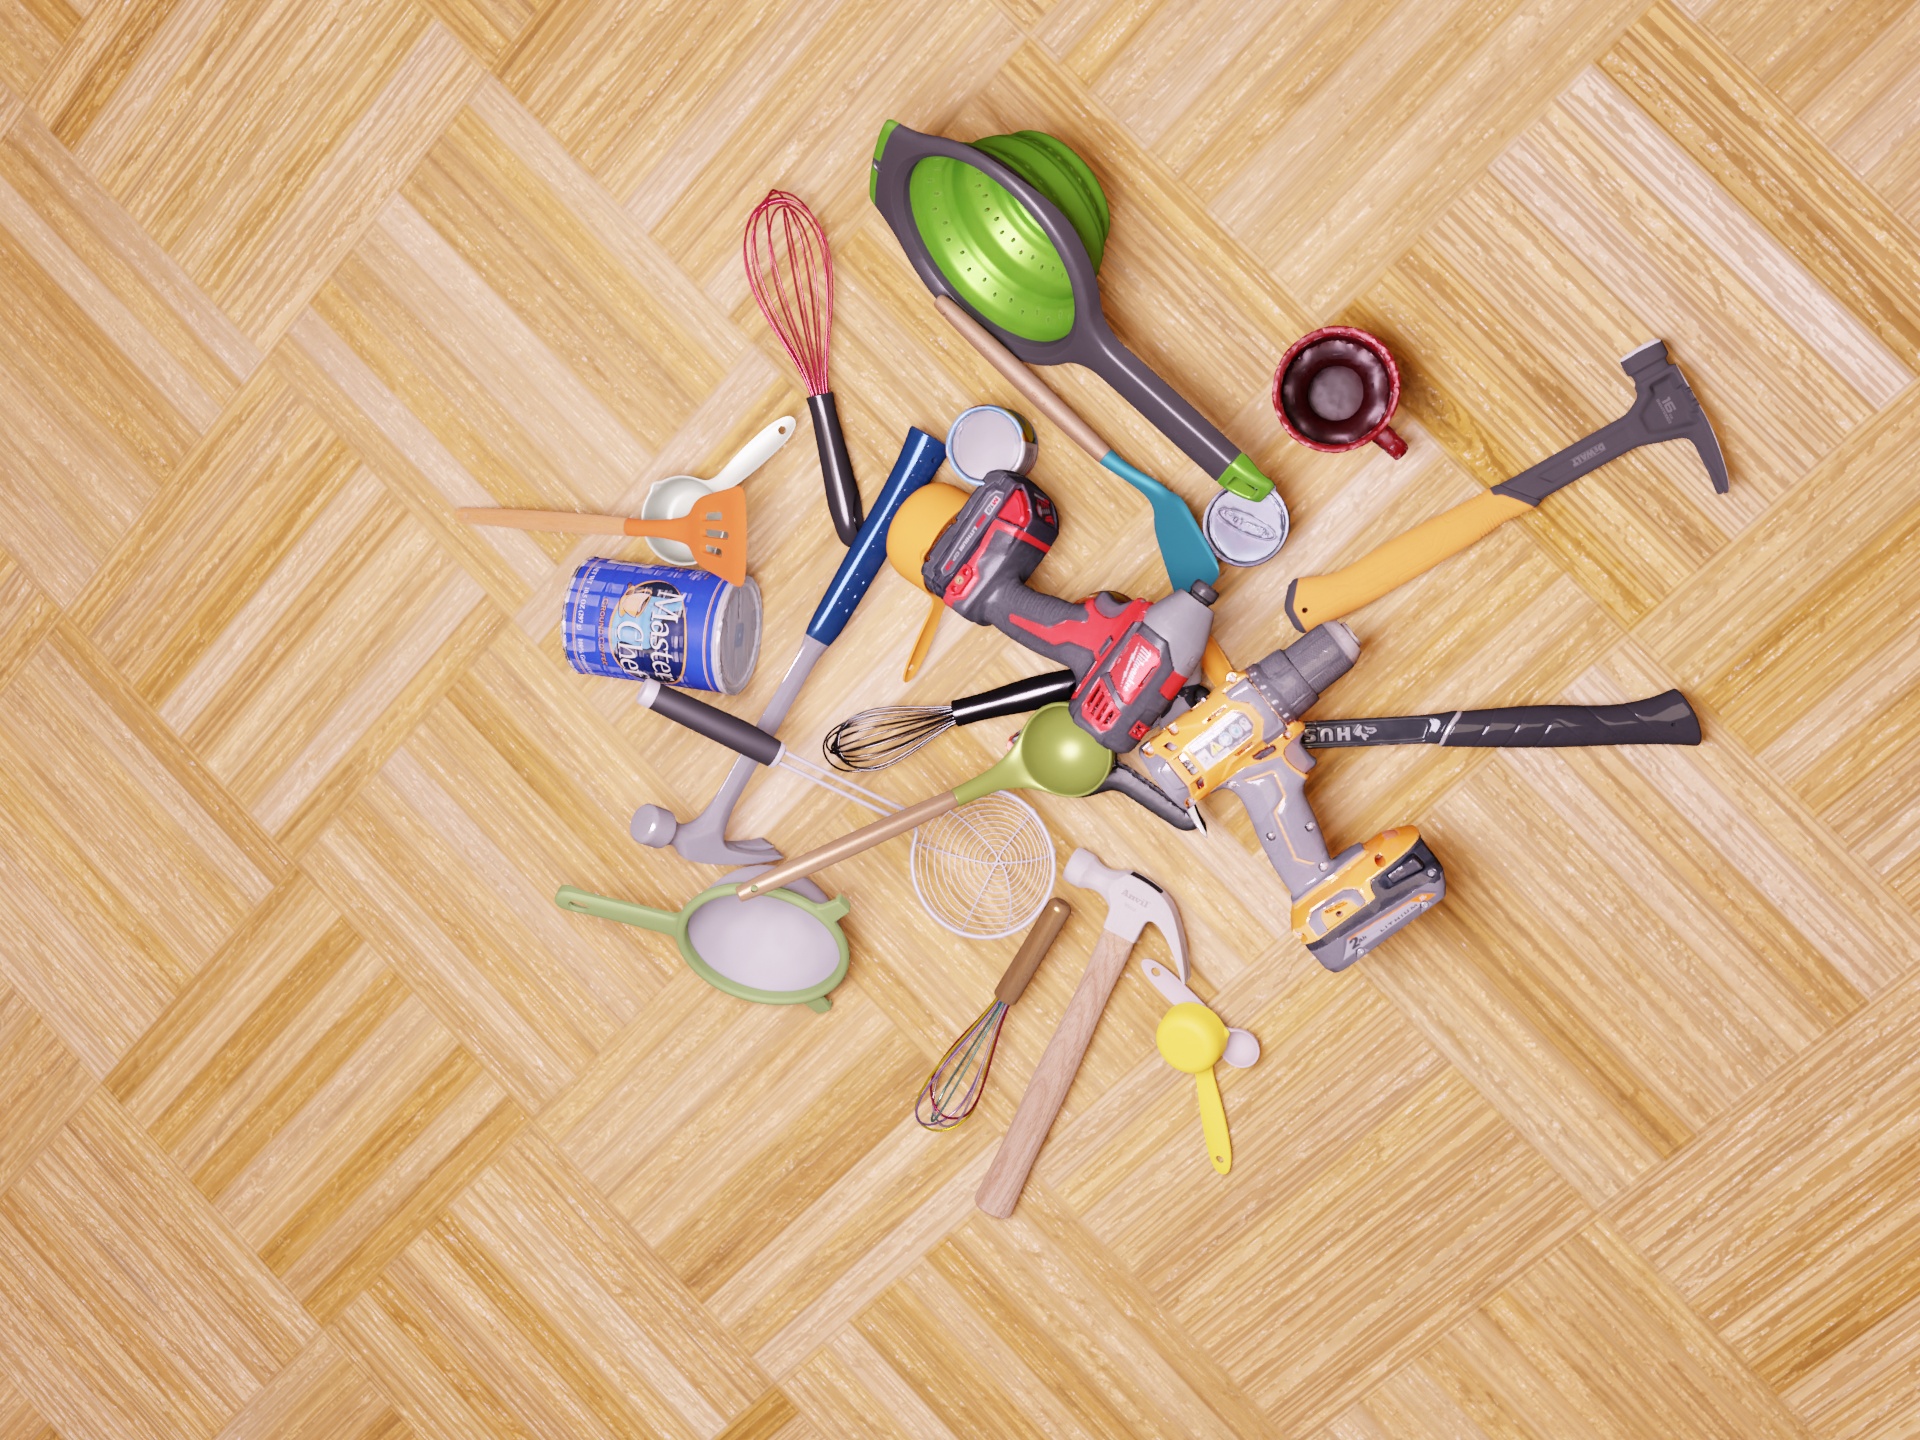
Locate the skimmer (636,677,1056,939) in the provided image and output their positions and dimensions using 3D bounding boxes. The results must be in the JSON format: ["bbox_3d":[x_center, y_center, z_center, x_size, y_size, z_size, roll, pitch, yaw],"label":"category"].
[{"bbox_3d":[-0.090,0.062,1.278,0.363,0.090,0.127,27,100,-21],"label":"skimmer"}]

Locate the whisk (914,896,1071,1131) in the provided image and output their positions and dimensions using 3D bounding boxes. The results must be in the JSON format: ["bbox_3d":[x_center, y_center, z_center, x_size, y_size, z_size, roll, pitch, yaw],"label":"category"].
[{"bbox_3d":[0.031,0.252,1.345,0.047,0.051,0.245,32,107,10],"label":"whisk"}]

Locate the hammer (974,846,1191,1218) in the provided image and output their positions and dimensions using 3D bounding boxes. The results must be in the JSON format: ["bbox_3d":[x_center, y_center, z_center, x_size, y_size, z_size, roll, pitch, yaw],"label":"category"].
[{"bbox_3d":[0.092,0.280,1.350,0.130,0.031,0.331,26,104,15],"label":"hammer"}]

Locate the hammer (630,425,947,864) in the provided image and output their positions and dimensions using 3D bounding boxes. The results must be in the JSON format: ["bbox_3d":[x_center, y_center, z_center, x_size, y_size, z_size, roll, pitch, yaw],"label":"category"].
[{"bbox_3d":[-0.121,-0.056,1.328,0.035,0.144,0.405,35,97,43],"label":"hammer"}]

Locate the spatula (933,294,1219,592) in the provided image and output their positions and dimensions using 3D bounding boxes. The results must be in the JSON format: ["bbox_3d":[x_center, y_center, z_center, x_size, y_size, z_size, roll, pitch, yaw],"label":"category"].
[{"bbox_3d":[0.090,-0.222,1.266,0.317,0.082,0.044,43,70,1],"label":"spatula"}]

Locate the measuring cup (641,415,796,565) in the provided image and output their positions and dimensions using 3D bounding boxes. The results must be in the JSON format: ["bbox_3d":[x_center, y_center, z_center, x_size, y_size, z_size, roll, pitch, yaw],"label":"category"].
[{"bbox_3d":[-0.198,-0.200,1.353,0.167,0.038,0.083,-40,88,13],"label":"measuring cup"}]

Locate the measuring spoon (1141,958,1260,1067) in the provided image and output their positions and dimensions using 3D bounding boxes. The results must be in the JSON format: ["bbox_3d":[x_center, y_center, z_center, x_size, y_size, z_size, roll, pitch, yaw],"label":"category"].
[{"bbox_3d":[0.202,0.242,1.336,0.124,0.018,0.034,42,118,11],"label":"measuring spoon"}]

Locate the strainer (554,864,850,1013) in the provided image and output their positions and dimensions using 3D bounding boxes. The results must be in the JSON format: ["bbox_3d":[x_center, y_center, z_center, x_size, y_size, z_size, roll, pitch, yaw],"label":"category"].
[{"bbox_3d":[-0.216,0.162,1.372,0.256,0.069,0.151,13,132,0],"label":"strainer"}]

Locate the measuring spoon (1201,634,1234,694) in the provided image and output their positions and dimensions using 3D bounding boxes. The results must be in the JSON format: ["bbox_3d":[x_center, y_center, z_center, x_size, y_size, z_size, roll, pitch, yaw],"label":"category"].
[{"bbox_3d":[0.217,-0.032,1.297,0.021,0.011,0.117,-32,86,16],"label":"measuring spoon"}]

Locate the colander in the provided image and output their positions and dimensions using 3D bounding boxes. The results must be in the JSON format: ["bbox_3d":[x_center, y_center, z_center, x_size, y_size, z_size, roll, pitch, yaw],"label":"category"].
[{"bbox_3d":[0.107,-0.326,1.218,0.397,0.204,0.094,43,72,3],"label":"colander"}]

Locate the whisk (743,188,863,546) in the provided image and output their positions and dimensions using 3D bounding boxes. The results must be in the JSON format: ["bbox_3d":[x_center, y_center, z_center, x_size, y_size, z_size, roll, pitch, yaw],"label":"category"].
[{"bbox_3d":[-0.121,-0.288,1.314,0.073,0.073,0.295,-10,100,14],"label":"whisk"}]

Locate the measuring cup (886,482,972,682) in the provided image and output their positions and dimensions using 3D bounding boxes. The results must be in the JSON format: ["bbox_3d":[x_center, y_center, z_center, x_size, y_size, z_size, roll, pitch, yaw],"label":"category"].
[{"bbox_3d":[-0.033,-0.115,1.312,0.052,0.095,0.173,37,121,26],"label":"measuring cup"}]

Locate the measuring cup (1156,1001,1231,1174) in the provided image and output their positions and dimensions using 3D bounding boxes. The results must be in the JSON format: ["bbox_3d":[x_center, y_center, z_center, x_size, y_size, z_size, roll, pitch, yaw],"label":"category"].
[{"bbox_3d":[0.201,0.313,1.329,0.062,0.029,0.156,-7,101,32],"label":"measuring cup"}]

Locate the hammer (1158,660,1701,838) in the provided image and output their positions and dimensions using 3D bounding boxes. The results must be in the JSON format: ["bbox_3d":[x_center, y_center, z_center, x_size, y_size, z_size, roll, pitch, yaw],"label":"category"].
[{"bbox_3d":[0.361,0.012,1.242,0.409,0.036,0.149,-2,100,8],"label":"hammer"}]

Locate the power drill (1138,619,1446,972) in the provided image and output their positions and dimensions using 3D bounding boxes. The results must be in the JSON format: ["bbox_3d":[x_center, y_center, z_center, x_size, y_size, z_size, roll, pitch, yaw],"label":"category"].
[{"bbox_3d":[0.273,0.052,1.207,0.185,0.084,0.226,-39,90,11],"label":"power drill"}]

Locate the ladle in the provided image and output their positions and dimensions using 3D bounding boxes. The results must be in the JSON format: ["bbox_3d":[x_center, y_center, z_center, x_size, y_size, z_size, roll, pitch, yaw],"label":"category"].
[{"bbox_3d":[-0.027,0.072,1.249,0.320,0.062,0.078,-24,91,-7],"label":"ladle"}]

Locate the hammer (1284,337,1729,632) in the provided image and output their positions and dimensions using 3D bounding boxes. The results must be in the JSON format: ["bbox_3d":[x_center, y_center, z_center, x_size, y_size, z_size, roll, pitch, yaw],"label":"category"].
[{"bbox_3d":[0.408,-0.153,1.224,0.337,0.034,0.127,-29,89,15],"label":"hammer"}]

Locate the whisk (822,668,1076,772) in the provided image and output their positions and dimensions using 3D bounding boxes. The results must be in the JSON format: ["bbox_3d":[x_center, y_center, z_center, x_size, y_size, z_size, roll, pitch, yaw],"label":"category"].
[{"bbox_3d":[-0.002,-0.003,1.332,0.239,0.055,0.055,-15,94,10],"label":"whisk"}]

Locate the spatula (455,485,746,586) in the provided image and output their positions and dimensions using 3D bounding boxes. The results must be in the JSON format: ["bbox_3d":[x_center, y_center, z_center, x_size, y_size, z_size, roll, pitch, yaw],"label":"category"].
[{"bbox_3d":[-0.306,-0.166,1.347,0.323,0.041,0.081,7,102,25],"label":"spatula"}]

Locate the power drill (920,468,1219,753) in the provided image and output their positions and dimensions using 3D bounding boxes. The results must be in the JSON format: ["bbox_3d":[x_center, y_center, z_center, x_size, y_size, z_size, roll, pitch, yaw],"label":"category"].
[{"bbox_3d":[0.088,-0.092,1.220,0.220,0.078,0.143,42,102,25],"label":"power drill"}]
